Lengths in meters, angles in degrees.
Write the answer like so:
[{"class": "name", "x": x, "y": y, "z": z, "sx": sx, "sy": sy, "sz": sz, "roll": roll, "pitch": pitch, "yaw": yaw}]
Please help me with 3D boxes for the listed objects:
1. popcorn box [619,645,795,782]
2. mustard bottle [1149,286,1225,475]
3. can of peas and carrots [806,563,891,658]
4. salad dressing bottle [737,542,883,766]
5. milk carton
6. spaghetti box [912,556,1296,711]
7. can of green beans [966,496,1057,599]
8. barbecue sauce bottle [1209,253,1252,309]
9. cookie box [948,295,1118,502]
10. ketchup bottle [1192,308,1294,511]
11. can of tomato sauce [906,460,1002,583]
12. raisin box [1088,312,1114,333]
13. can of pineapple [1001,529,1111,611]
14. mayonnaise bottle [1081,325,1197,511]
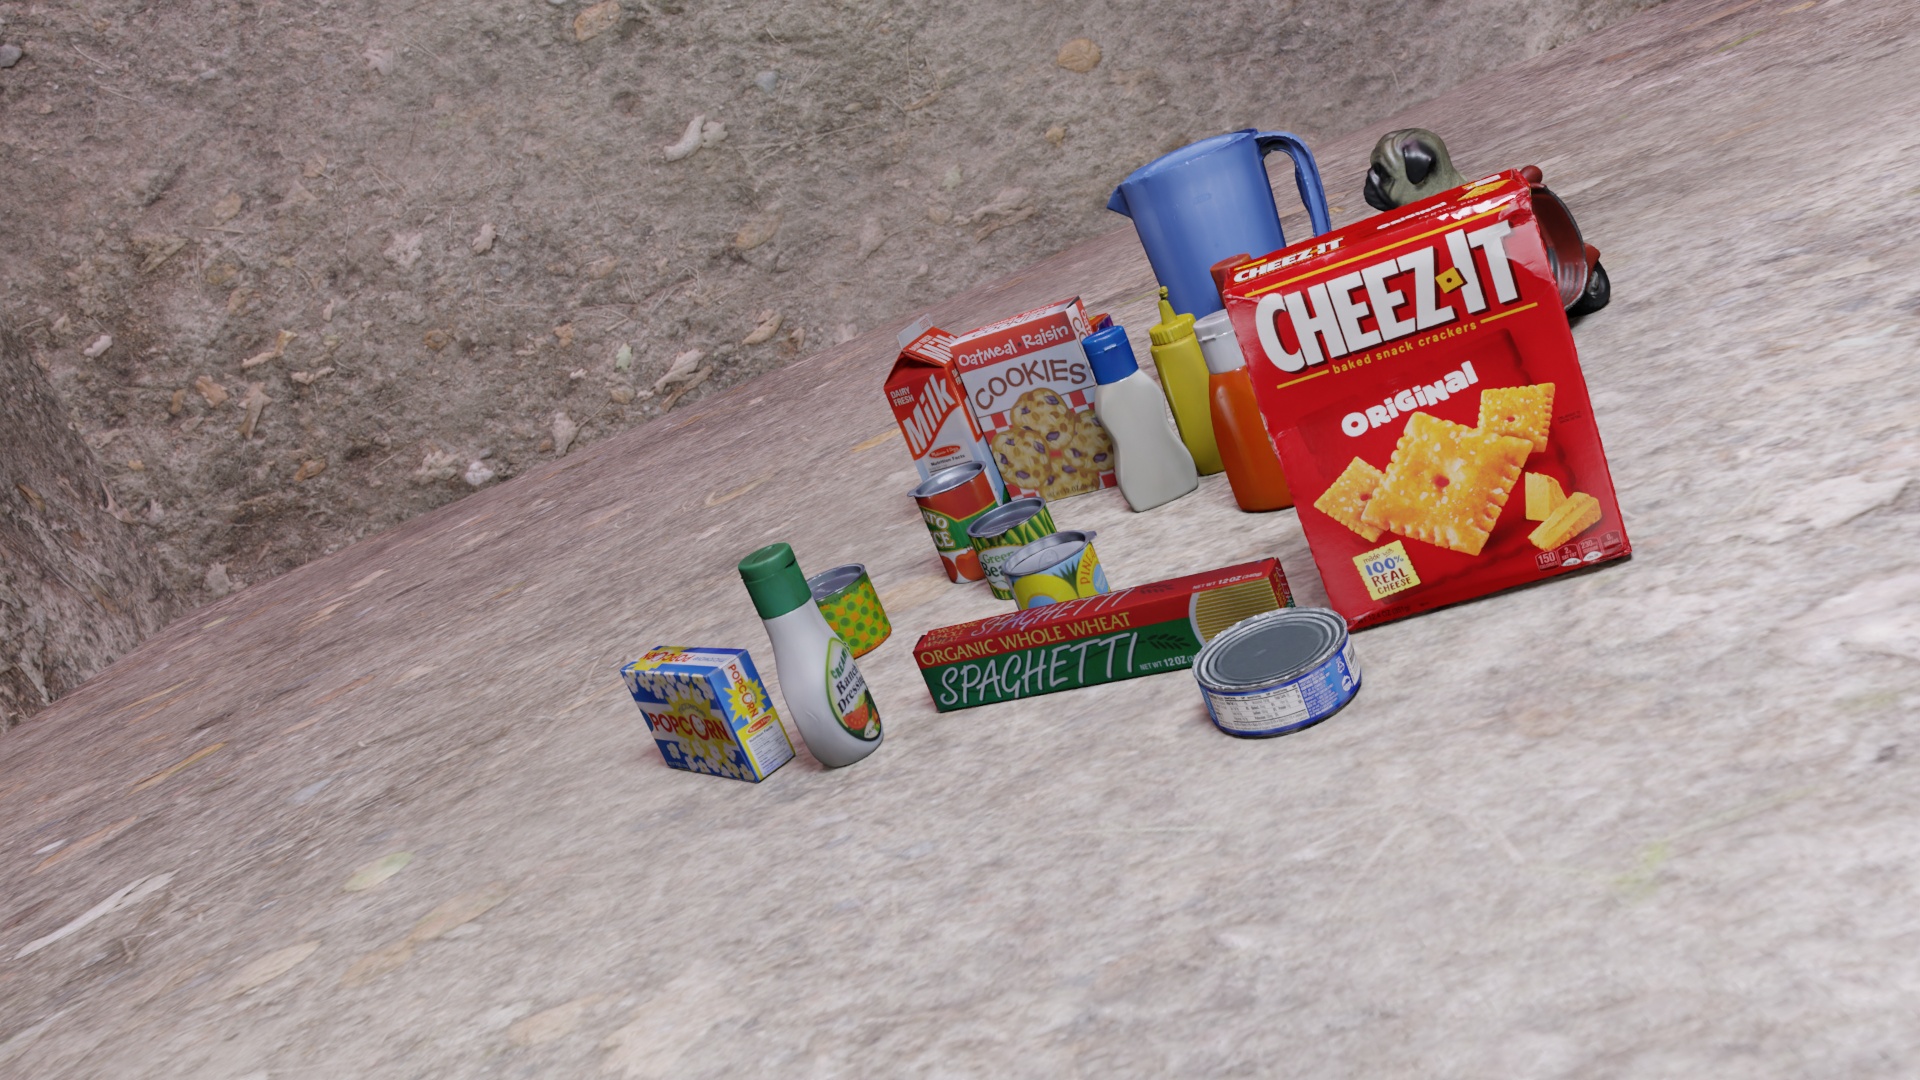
[{"class": "popcorn box", "x": -0.179, "y": 0.120, "z": 0.975, "sx": 0.038, "sy": 0.085, "sz": 0.126, "roll": -35, "pitch": 20, "yaw": -36}, {"class": "mustard bottle", "x": 0.191, "y": -0.135, "z": 1.152, "sx": 0.049, "sy": 0.159, "sz": 0.065, "roll": -18, "pitch": 17, "yaw": 18}, {"class": "can of peas and carrots", "x": -0.097, "y": 0.060, "z": 1.102, "sx": 0.071, "sy": 0.058, "sz": 0.071, "roll": -21, "pitch": 16, "yaw": 7}, {"class": "salad dressing bottle", "x": -0.098, "y": 0.074, "z": 0.900, "sx": 0.044, "sy": 0.147, "sz": 0.064, "roll": -16, "pitch": 17, "yaw": 24}, {"class": "milk carton", "x": -0.009, "y": -0.114, "z": 1.299, "sx": 0.073, "sy": 0.190, "sz": 0.073, "roll": -14, "pitch": 18, "yaw": 30}, {"class": "spaghetti box", "x": 0.084, "y": 0.062, "z": 0.867, "sx": 0.249, "sy": 0.050, "sz": 0.029, "roll": -14, "pitch": 18, "yaw": 28}, {"class": "can of green beans", "x": 0.045, "y": 0.006, "z": 1.082, "sx": 0.071, "sy": 0.057, "sz": 0.071, "roll": -21, "pitch": 16, "yaw": 7}, {"class": "barbecue sauce bottle", "x": 0.257, "y": -0.173, "z": 1.202, "sx": 0.043, "sy": 0.148, "sz": 0.065, "roll": -5, "pitch": 24, "yaw": 47}, {"class": "cookie box", "x": 0.077, "y": -0.121, "z": 1.247, "sx": 0.123, "sy": 0.167, "sz": 0.040, "roll": -13, "pitch": 19, "yaw": 31}, {"class": "ketchup bottle", "x": 0.211, "y": -0.095, "z": 1.017, "sx": 0.064, "sy": 0.148, "sz": 0.044, "roll": -8, "pitch": 22, "yaw": 43}, {"class": "can of tomato sauce", "x": 0.004, "y": -0.015, "z": 1.158, "sx": 0.071, "sy": 0.083, "sz": 0.071, "roll": -21, "pitch": 16, "yaw": 7}, {"class": "raisin box", "x": 0.131, "y": -0.145, "z": 1.327, "sx": 0.040, "sy": 0.123, "sz": 0.086, "roll": -11, "pitch": 20, "yaw": 37}, {"class": "can of pineapple", "x": 0.070, "y": 0.032, "z": 0.966, "sx": 0.071, "sy": 0.057, "sz": 0.071, "roll": -21, "pitch": 16, "yaw": 7}, {"class": "mayonnaise bottle", "x": 0.141, "y": -0.101, "z": 1.130, "sx": 0.065, "sy": 0.147, "sz": 0.041, "roll": -23, "pitch": 16, "yaw": 1}]
